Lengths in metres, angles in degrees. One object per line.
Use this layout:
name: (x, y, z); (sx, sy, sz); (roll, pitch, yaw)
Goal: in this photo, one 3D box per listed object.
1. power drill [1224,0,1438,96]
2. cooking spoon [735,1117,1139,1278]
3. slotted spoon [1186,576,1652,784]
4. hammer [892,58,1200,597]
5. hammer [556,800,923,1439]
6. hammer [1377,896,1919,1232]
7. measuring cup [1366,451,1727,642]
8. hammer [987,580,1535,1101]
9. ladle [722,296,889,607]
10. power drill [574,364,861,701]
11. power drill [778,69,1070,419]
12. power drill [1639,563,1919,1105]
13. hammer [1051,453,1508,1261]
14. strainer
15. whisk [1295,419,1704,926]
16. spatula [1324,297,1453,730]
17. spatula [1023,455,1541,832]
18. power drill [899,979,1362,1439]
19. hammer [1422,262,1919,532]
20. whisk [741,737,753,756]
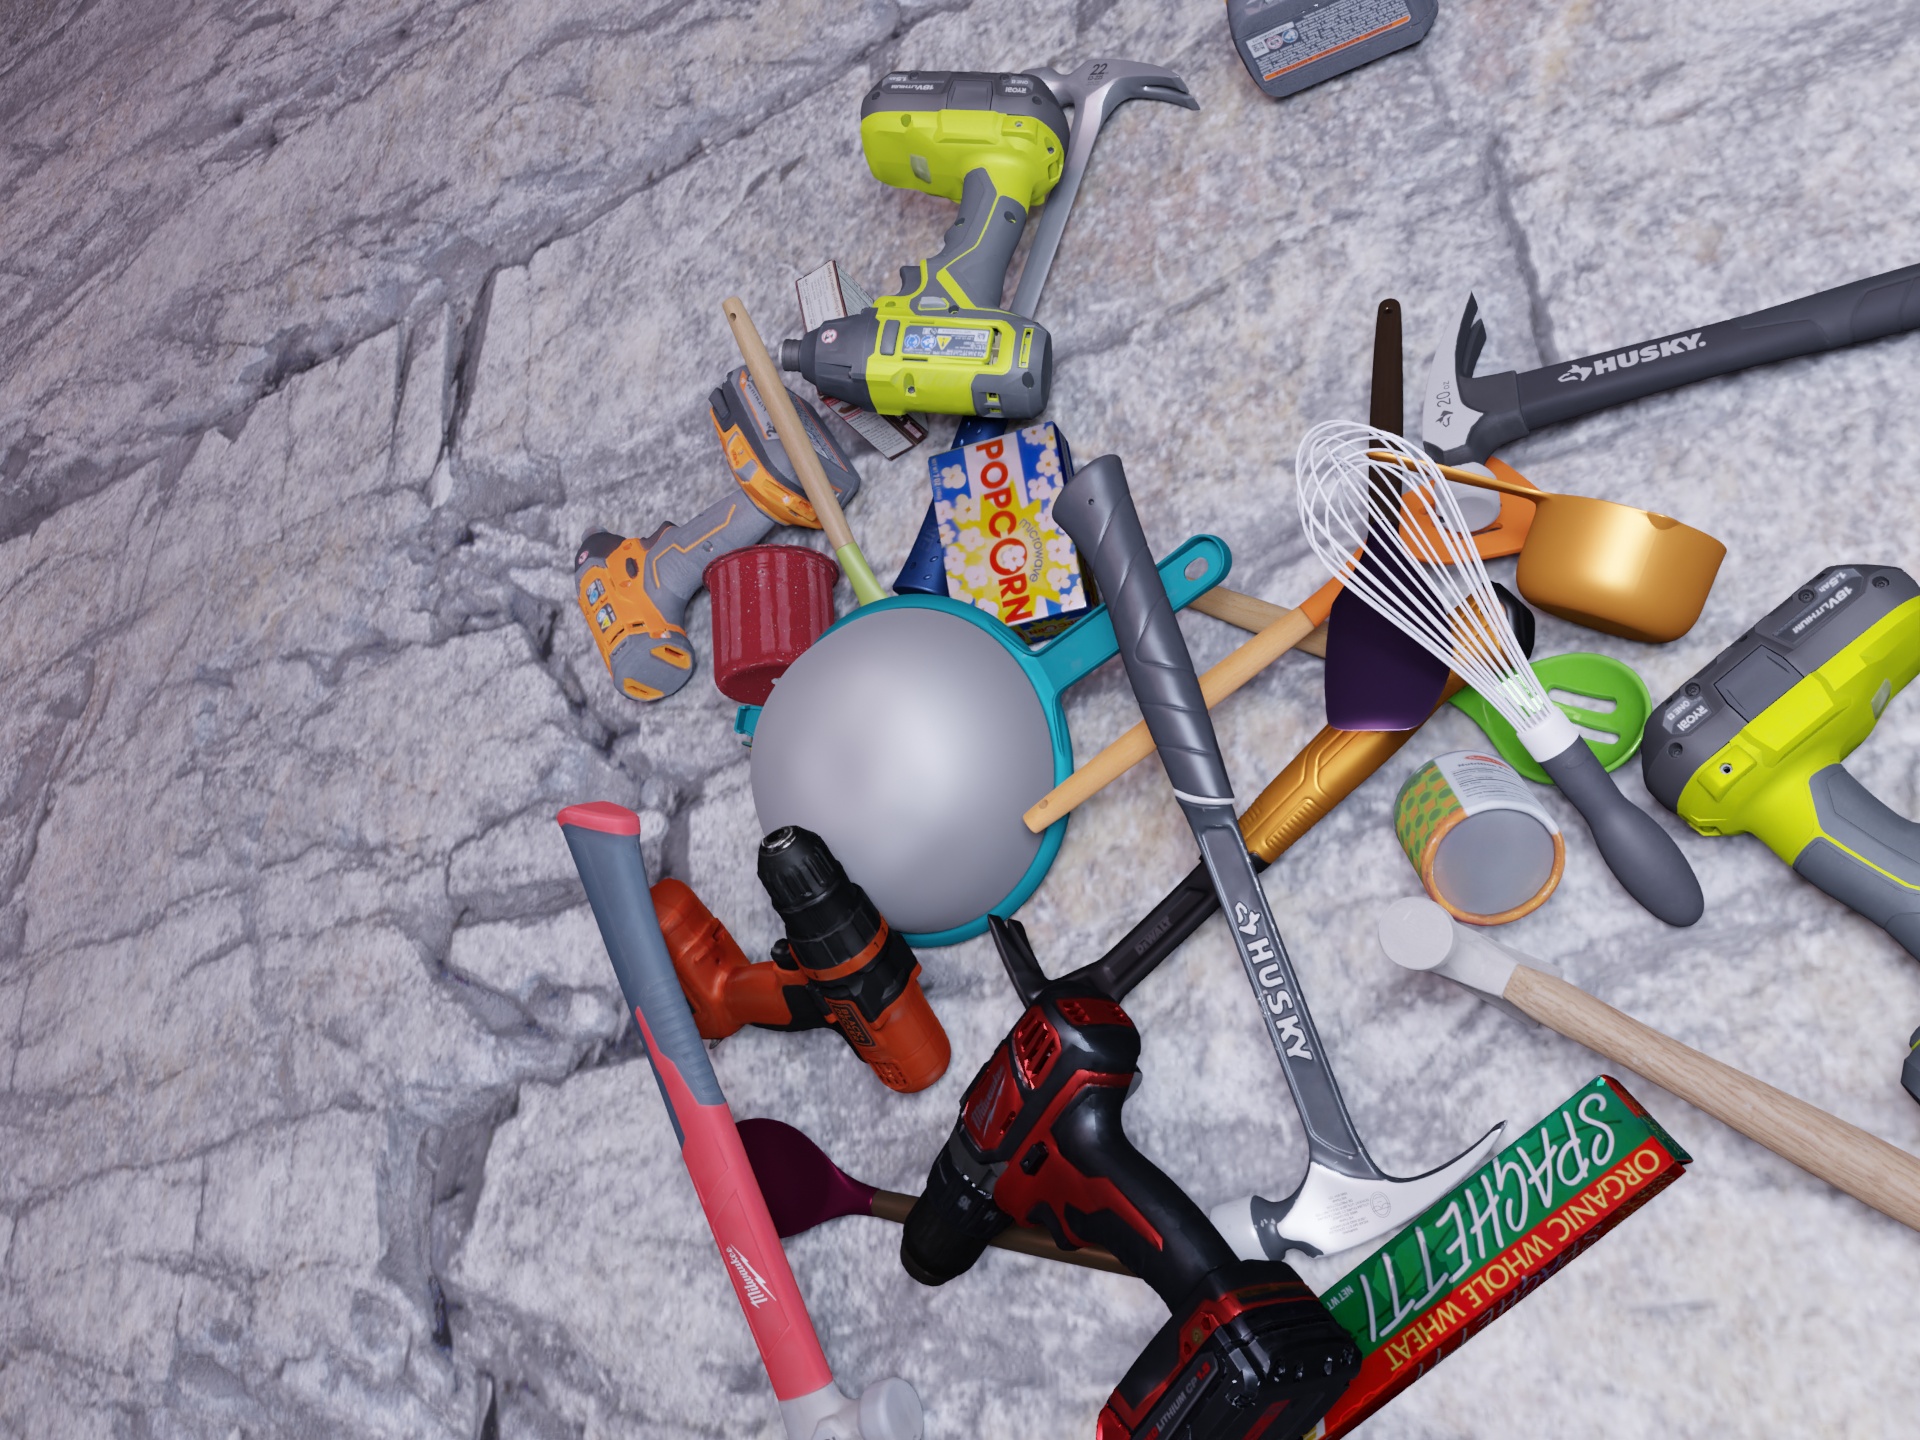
power drill: (0.251, -0.527, 1.013); (0.185, 0.084, 0.226); (-14, 58, 28)
cooking spoon: (-0.025, 0.274, 0.887); (0.319, 0.017, 0.069); (0, 75, 35)
slotted spoon: (0.218, -0.037, 0.851); (0.314, 0.031, 0.070); (25, 85, 41)
hammer: (0.043, -0.268, 1.067); (0.144, 0.035, 0.405); (10, 76, 37)
hammer: (-0.154, 0.231, 0.883); (0.143, 0.038, 0.386); (-26, 82, 24)
hammer: (0.331, 0.162, 0.643); (0.331, 0.130, 0.031); (28, 92, 28)
measuring cup: (0.272, -0.083, 0.762); (0.173, 0.095, 0.052); (17, 94, 4)
hammer: (0.156, 0.051, 0.828); (0.337, 0.034, 0.127); (-46, 53, 17)
ladle: (-0.091, -0.134, 1.018); (0.078, 0.062, 0.320); (-30, 80, 26)
power drill: (-0.192, -0.143, 1.149); (0.226, 0.084, 0.164); (-45, 51, 15)
power drill: (-0.018, -0.302, 1.024); (0.171, 0.080, 0.223); (6, 71, 10)
power drill: (0.417, 0.044, 0.646); (0.190, 0.080, 0.229); (-43, 55, 13)
hammer: (0.133, 0.055, 0.790); (0.149, 0.036, 0.409); (-23, 76, 20)
strainer: (-0.001, -0.003, 0.888); (0.340, 0.095, 0.211); (-36, 73, 27)
whisk: (0.245, -0.019, 0.718); (0.070, 0.070, 0.284); (-38, 92, 16)
spatula: (0.224, -0.118, 0.832); (0.060, 0.018, 0.316); (-2, 51, 18)
spatula: (0.169, -0.035, 0.849); (0.322, 0.041, 0.081); (-37, 45, 9)
power drill: (0.060, 0.262, 0.757); (0.188, 0.080, 0.227); (-59, 44, 22)
hammer: (0.396, -0.193, 0.780); (0.335, 0.035, 0.146); (-12, 51, 26)
whisk: (-0.044, 0.035, 0.991); (0.245, 0.051, 0.047); (13, 72, 35)
